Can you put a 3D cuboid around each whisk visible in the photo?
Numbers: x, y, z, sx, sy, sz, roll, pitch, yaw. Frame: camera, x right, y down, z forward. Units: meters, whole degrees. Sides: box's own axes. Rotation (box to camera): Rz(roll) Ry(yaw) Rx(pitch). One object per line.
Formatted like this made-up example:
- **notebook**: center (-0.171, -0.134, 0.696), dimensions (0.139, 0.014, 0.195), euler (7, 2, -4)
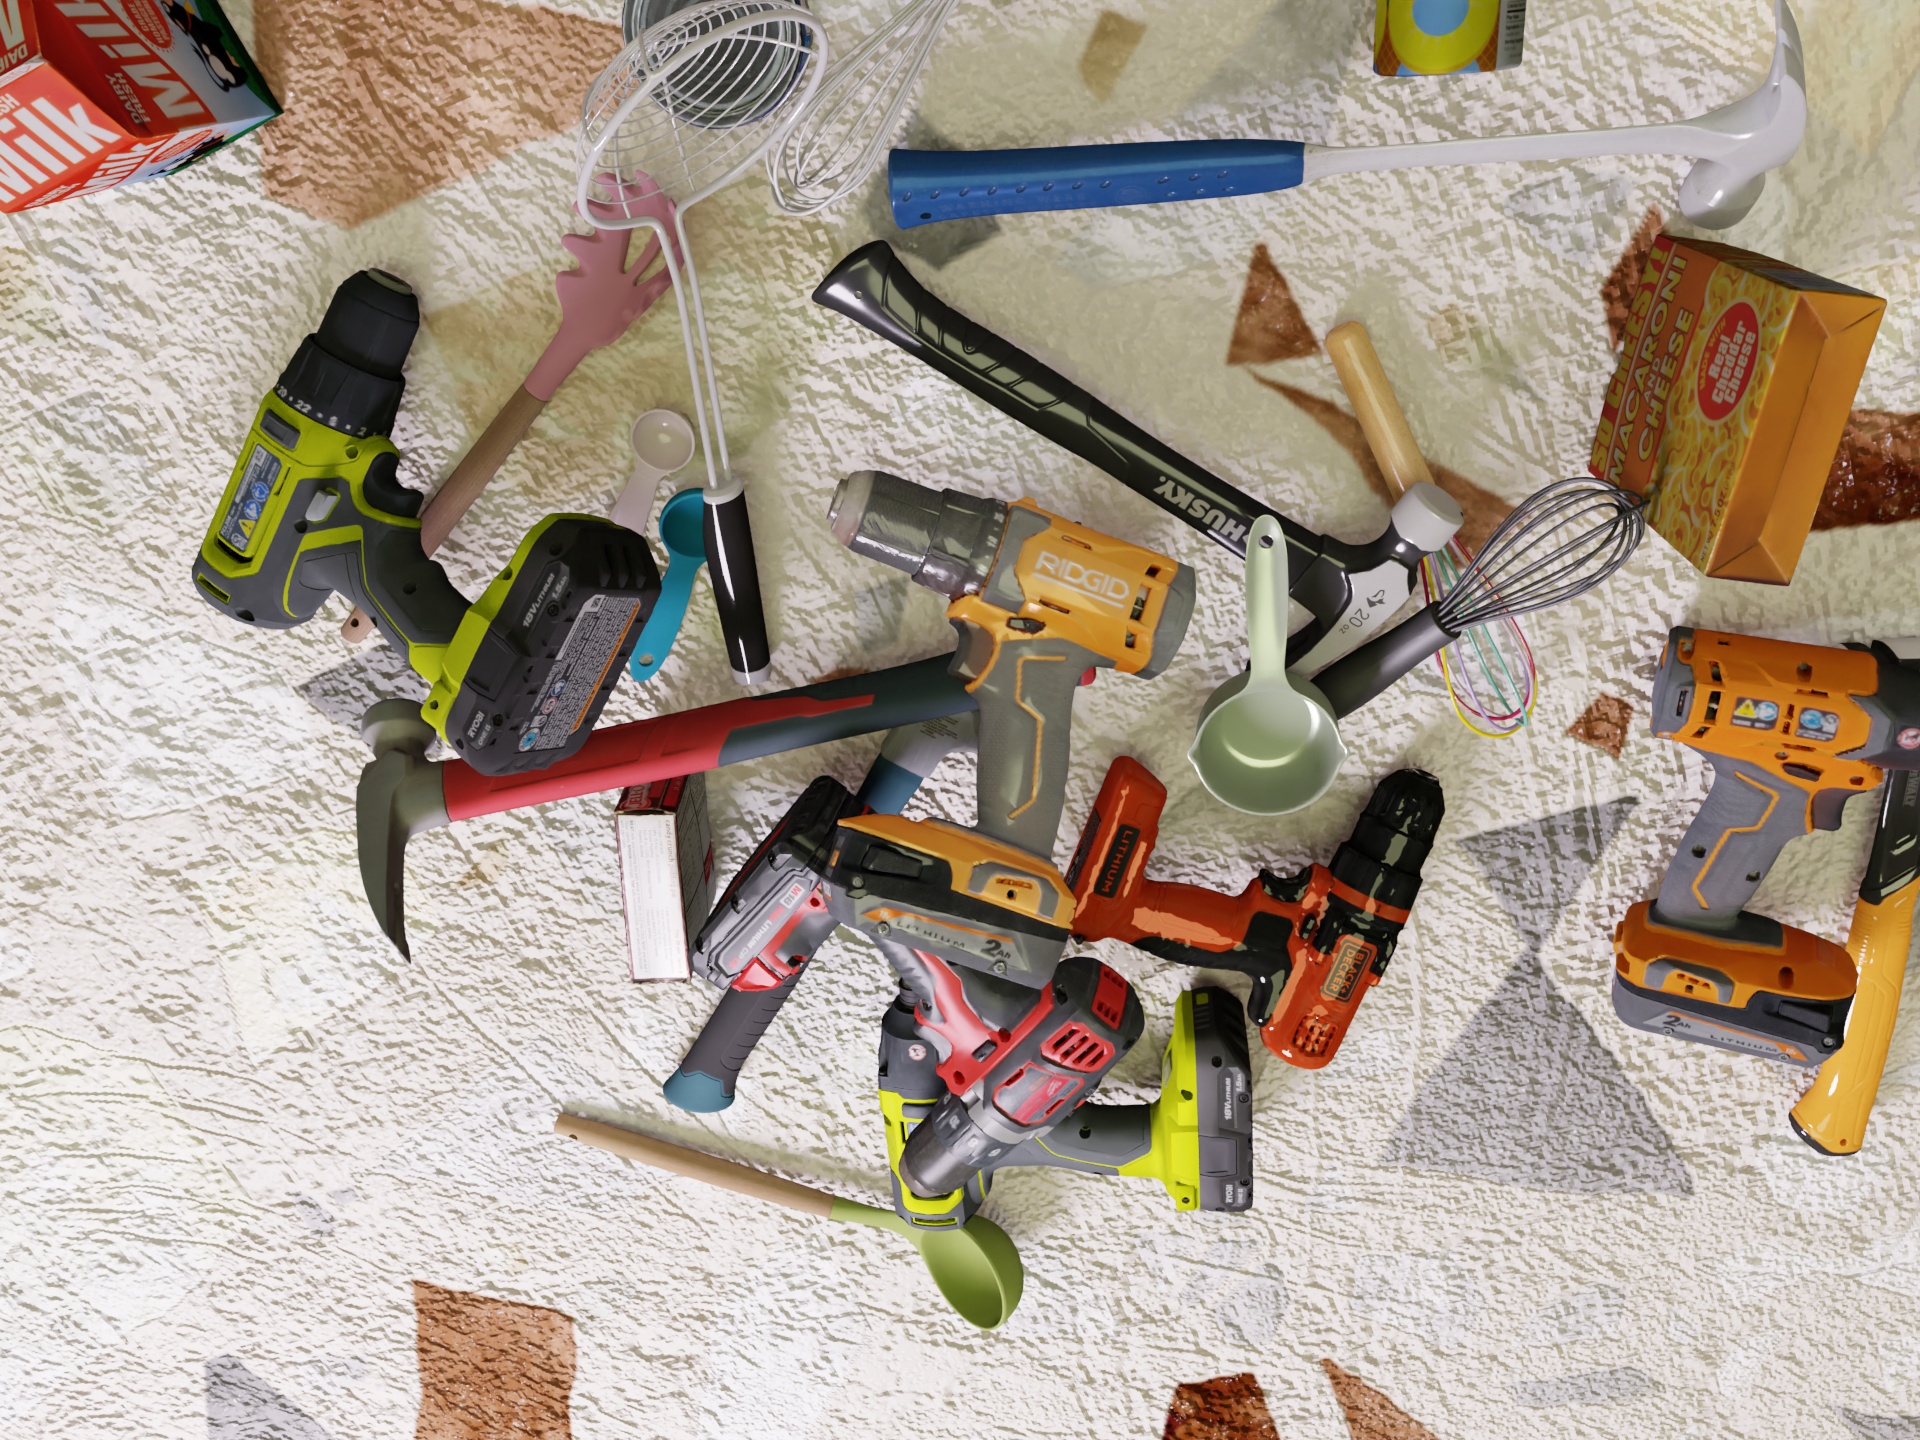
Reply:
- **whisk**: center (-0.007, -0.333, 0.727), dimensions (0.246, 0.059, 0.057), euler (-48, 143, 16)
- **whisk**: center (0.244, -0.049, 0.807), dimensions (0.055, 0.055, 0.239), euler (36, 137, -13)
- **whisk**: center (0.245, -0.093, 0.829), dimensions (0.047, 0.051, 0.244), euler (-24, 109, 19)

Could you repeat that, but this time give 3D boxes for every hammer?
- **hammer**: center (-0.115, 0.018, 0.826), dimensions (0.386, 0.143, 0.038), euler (-12, 147, -4)
- **hammer**: center (0.074, -0.137, 0.809), dimensions (0.334, 0.035, 0.146), euler (30, 127, -7)
- **hammer**: center (0.167, -0.259, 0.726), dimensions (0.405, 0.144, 0.035), euler (-1, 81, 9)
- **hammer**: center (-0.087, 0.112, 0.941), dimensions (0.128, 0.033, 0.331), euler (28, 113, -11)
- **hammer**: center (0.540, 0.111, 0.916), dimensions (0.127, 0.034, 0.336), euler (-1, 115, 4)

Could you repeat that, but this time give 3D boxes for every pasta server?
- **pasta server**: center (-0.240, -0.151, 0.824), dimensions (0.060, 0.040, 0.316), euler (47, 111, 5)

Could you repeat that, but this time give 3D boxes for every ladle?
- **ladle**: center (-0.111, 0.316, 1.025), dimensions (0.320, 0.062, 0.078), euler (18, 132, -3)

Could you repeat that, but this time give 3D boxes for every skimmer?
- **skimmer**: center (-0.103, -0.152, 0.753), dimensions (0.090, 0.127, 0.363), euler (29, 140, 33)

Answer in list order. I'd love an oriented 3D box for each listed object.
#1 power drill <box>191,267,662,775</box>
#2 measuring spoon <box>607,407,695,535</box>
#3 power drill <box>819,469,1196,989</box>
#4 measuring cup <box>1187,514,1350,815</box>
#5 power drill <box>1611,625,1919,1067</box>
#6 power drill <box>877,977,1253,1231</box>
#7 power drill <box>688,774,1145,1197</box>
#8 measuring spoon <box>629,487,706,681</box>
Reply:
- **power drill**: center (-0.266, -0.097, 0.792), dimensions (0.229, 0.080, 0.190), euler (34, 104, 17)
- **measuring spoon**: center (-0.174, -0.115, 0.853), dimensions (0.034, 0.018, 0.124), euler (27, 120, -9)
- **power drill**: center (-0.001, -0.002, 0.779), dimensions (0.185, 0.084, 0.226), euler (20, 84, -11)
- **measuring cup**: center (0.158, -0.031, 0.819), dimensions (0.083, 0.038, 0.167), euler (-1, 116, 10)
- **power drill**: center (0.446, 0.068, 0.853), dimensions (0.164, 0.084, 0.226), euler (10, 116, 22)
- **power drill**: center (0.062, 0.228, 0.967), dimensions (0.223, 0.080, 0.171), euler (-2, 113, 7)
- **power drill**: center (-0.036, 0.159, 0.882), dimensions (0.226, 0.080, 0.188), euler (37, 119, -7)
- **measuring spoon**: center (-0.158, -0.076, 0.869), dimensions (0.042, 0.021, 0.128), euler (11, 126, -26)
